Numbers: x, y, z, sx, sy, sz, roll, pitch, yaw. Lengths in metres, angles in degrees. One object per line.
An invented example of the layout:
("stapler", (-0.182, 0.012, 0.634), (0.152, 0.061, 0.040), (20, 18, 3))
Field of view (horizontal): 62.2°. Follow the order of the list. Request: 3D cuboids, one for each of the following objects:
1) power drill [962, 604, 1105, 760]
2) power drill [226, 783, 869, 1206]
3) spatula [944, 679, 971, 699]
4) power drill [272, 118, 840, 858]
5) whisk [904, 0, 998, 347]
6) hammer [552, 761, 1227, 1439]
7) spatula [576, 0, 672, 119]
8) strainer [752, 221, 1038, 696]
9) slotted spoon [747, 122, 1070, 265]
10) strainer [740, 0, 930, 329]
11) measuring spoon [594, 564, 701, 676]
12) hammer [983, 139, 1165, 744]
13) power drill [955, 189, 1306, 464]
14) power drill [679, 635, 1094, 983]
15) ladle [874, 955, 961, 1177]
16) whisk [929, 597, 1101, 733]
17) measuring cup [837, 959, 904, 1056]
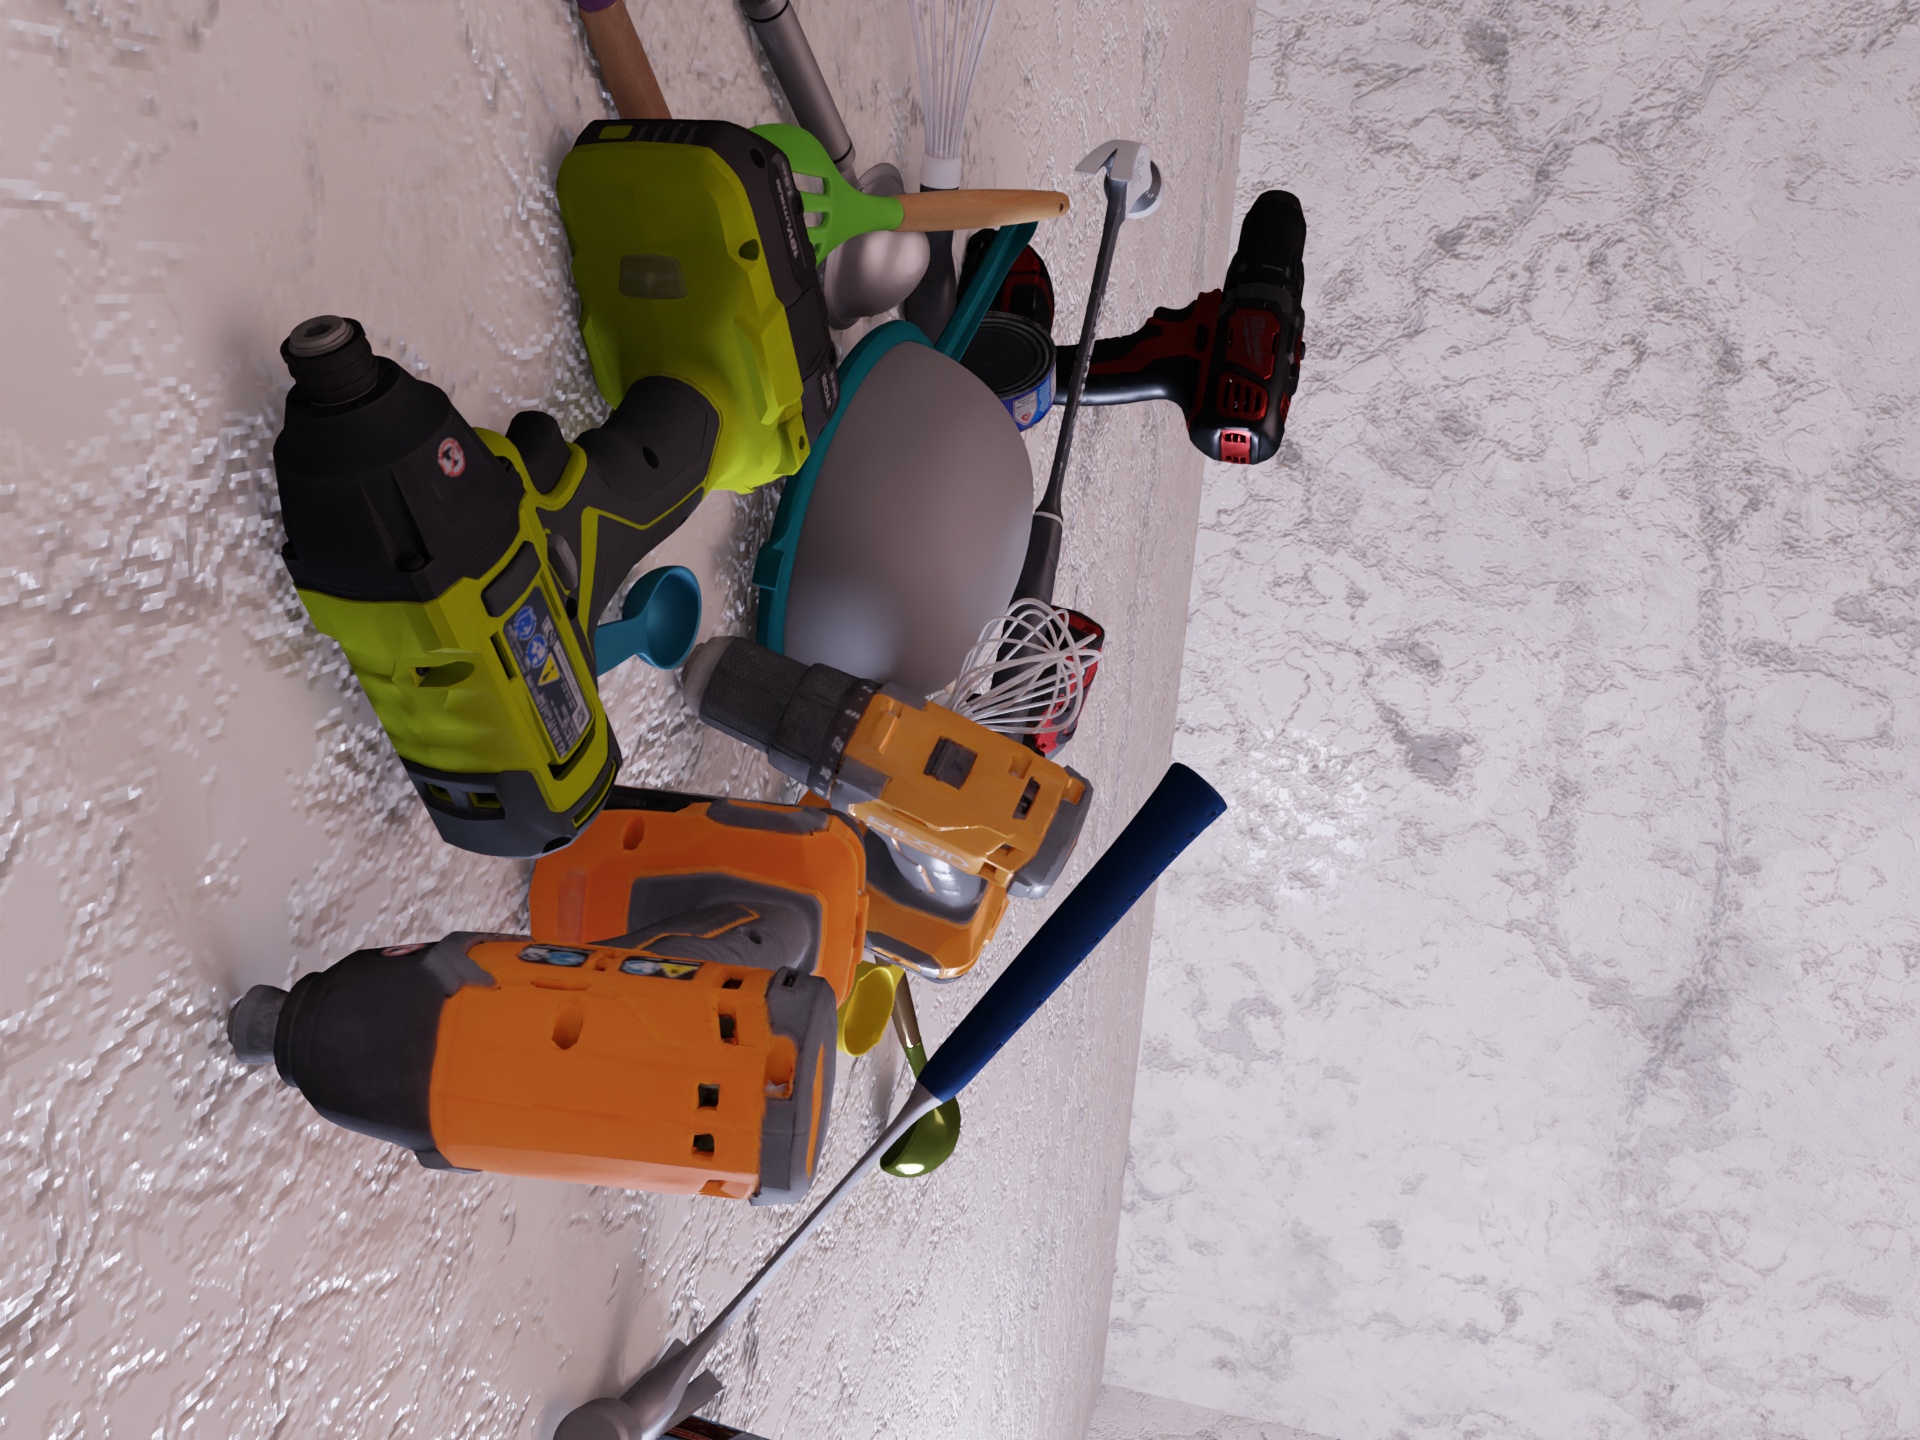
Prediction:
("power drill", (0.034, 0.018, 1.127), (0.220, 0.078, 0.143), (-50, 162, -58))
("power drill", (-0.113, 0.079, 0.512), (0.226, 0.164, 0.084), (-77, 173, -81))
("spatula", (0.001, -0.043, 1.108), (0.317, 0.044, 0.082), (73, 23, -63))
("power drill", (-0.120, -0.091, 0.503), (0.171, 0.080, 0.223), (80, 25, -43))
("whisk", (-0.007, -0.335, 0.873), (0.070, 0.070, 0.284), (-62, 161, -55))
("hammer", (-0.022, 0.181, 0.744), (0.405, 0.035, 0.144), (-47, 167, -6))
("spatula", (-0.118, -0.227, 0.553), (0.315, 0.018, 0.060), (71, 32, -60))
("strainer", (0.006, -0.142, 0.841), (0.210, 0.095, 0.340), (85, 27, -63))
("slotted spoon", (-0.019, -0.246, 0.762), (0.314, 0.031, 0.070), (-30, 137, -56))
("strainer", (-0.056, -0.262, 0.752), (0.087, 0.050, 0.258), (-64, 159, -13))
("measuring spoon", (-0.140, -0.030, 0.597), (0.128, 0.021, 0.042), (-36, 134, -60))
("hammer", (0.056, -0.134, 0.939), (0.149, 0.036, 0.409), (-37, 139, -75))
("power drill", (0.116, -0.270, 1.051), (0.080, 0.227, 0.188), (59, 41, -70))
("power drill", (-0.045, 0.043, 0.764), (0.226, 0.185, 0.084), (111, 4, -68))
("ladle", (-0.050, 0.195, 1.069), (0.078, 0.062, 0.319), (-65, 152, -47))
("whisk", (-0.001, -0.002, 0.767), (0.246, 0.058, 0.059), (-32, -103, 64))
("measuring cup", (-0.044, 0.140, 0.996), (0.157, 0.029, 0.062), (-56, 147, -37))
